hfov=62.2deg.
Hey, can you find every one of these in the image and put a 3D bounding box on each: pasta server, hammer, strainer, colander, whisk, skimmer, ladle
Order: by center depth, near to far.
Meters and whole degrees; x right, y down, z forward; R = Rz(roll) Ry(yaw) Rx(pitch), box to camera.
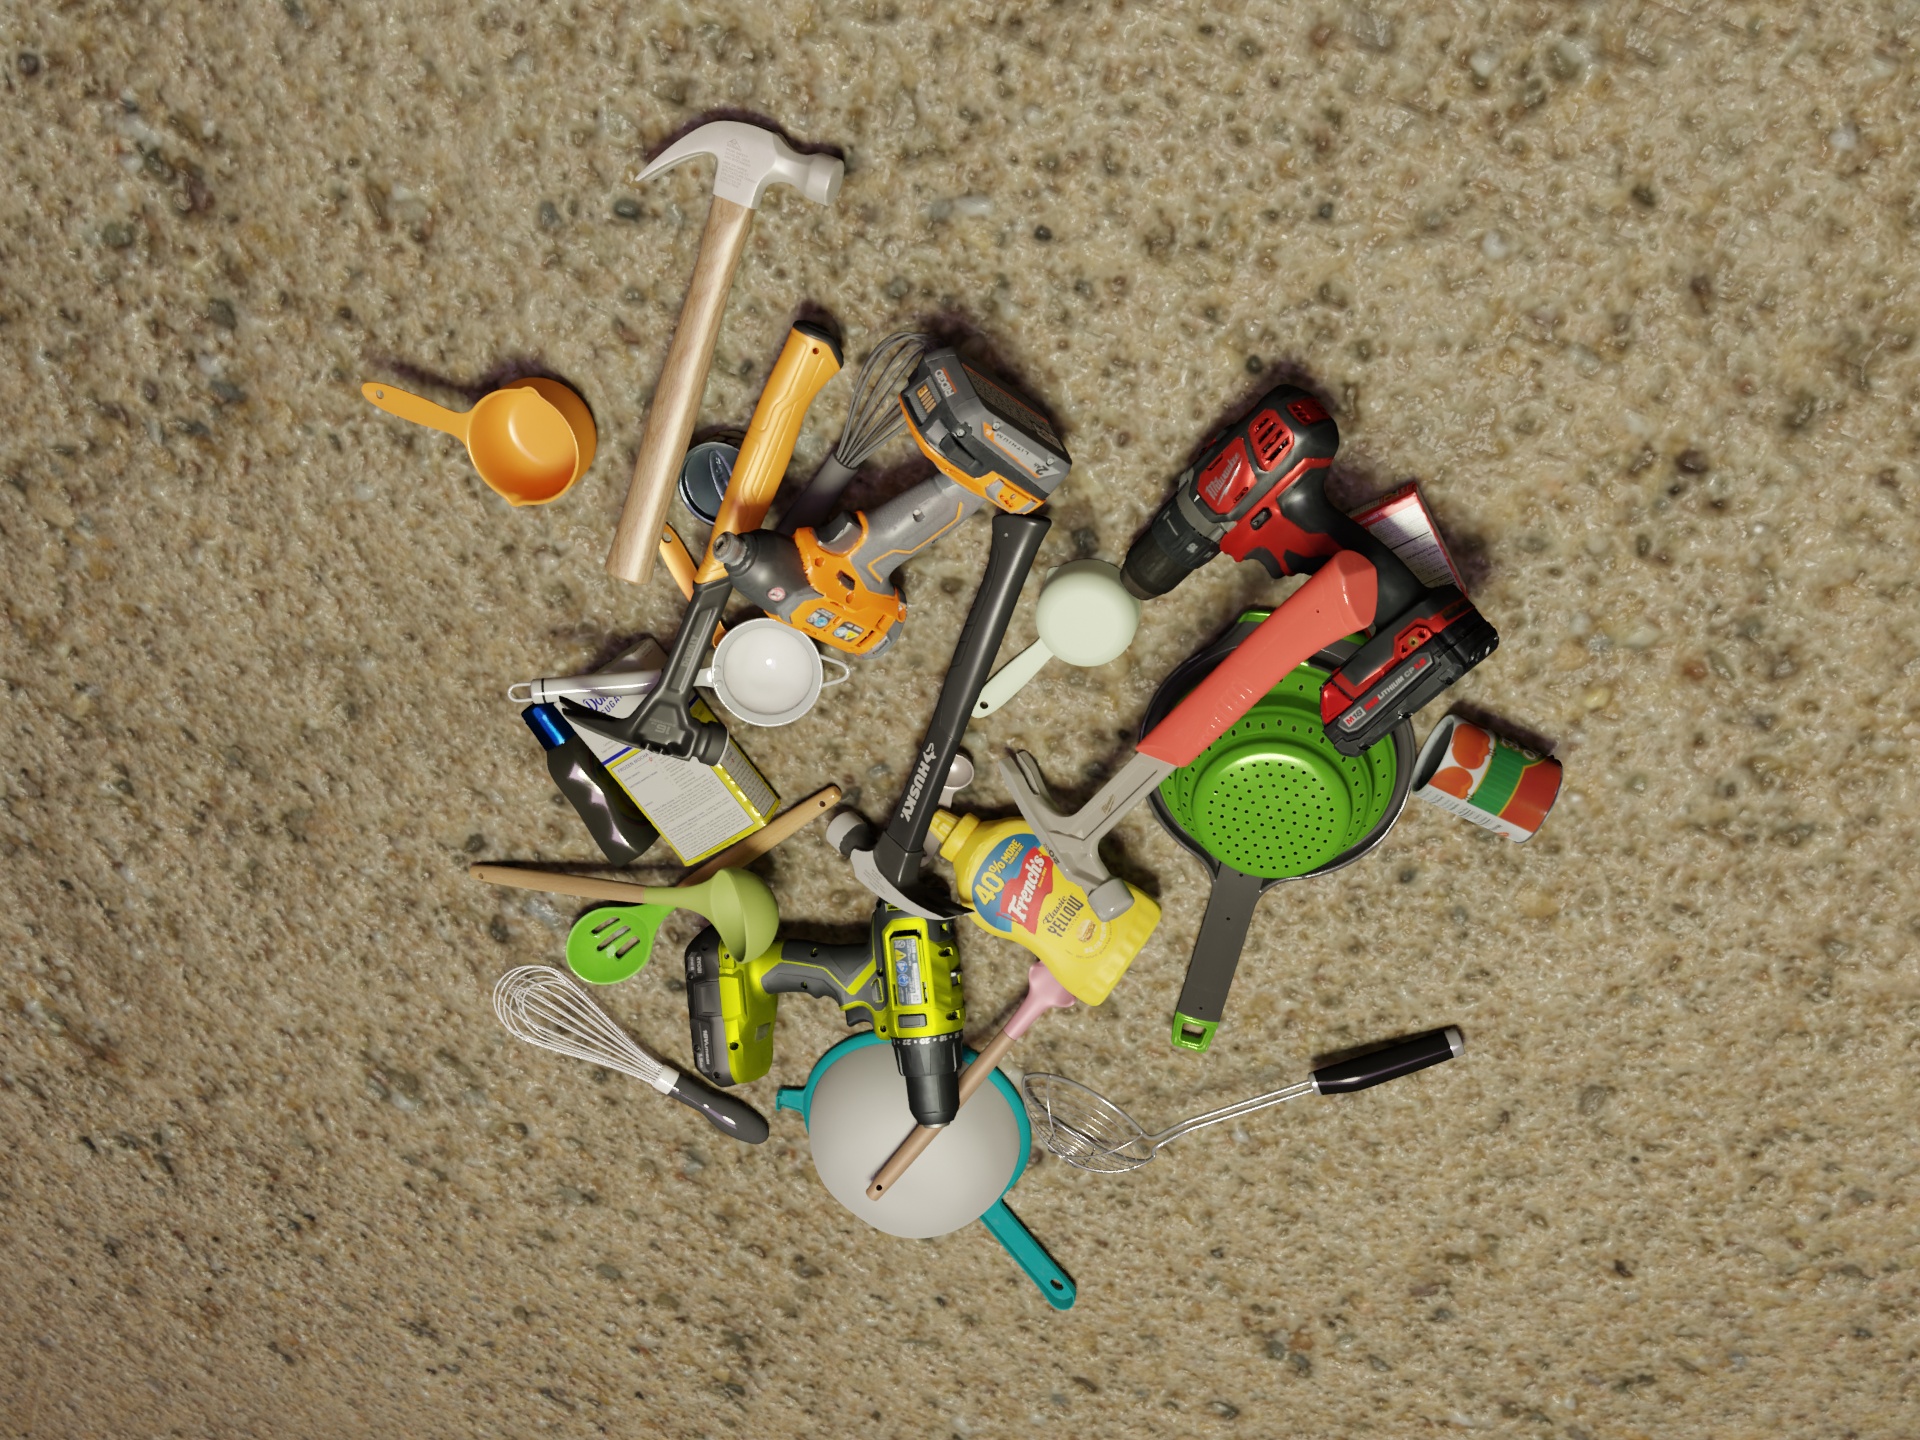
[{"bbox_3d":[0.154,-0.003,1.093,0.149,0.036,0.359,58,138,17],"label":"hammer"},{"bbox_3d":[-0.192,-0.251,1.111,0.130,0.031,0.331,23,110,5],"label":"hammer"},{"bbox_3d":[-0.173,-0.127,1.137,0.127,0.034,0.336,17,109,-26],"label":"hammer"},{"bbox_3d":[-0.084,-0.184,1.140,0.055,0.055,0.239,36,123,-6],"label":"whisk"},{"bbox_3d":[-0.002,-0.004,1.193,0.146,0.035,0.334,39,120,35],"label":"hammer"},{"bbox_3d":[0.214,0.117,1.197,0.204,0.094,0.396,14,119,6],"label":"colander"},{"bbox_3d":[-0.215,-0.034,1.219,0.258,0.050,0.086,-5,107,-7],"label":"strainer"},{"bbox_3d":[0.022,0.280,1.309,0.060,0.040,0.316,40,98,7],"label":"pasta server"},{"bbox_3d":[0.228,0.296,1.322,0.363,0.090,0.127,-20,131,11],"label":"skimmer"},{"bbox_3d":[-0.290,0.147,1.328,0.320,0.062,0.078,4,107,25],"label":"ladle"},{"bbox_3d":[-0.010,0.431,1.414,0.211,0.095,0.340,-32,105,25],"label":"strainer"},{"bbox_3d":[-0.296,0.311,1.446,0.284,0.070,0.070,33,120,-10],"label":"whisk"}]

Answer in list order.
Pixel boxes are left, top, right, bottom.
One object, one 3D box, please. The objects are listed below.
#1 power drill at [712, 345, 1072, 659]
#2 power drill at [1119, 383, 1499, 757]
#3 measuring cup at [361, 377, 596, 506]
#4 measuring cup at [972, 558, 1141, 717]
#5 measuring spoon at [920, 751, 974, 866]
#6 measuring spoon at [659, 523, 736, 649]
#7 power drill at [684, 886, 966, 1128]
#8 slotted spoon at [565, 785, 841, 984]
[{"bbox_3d":[-0.053,-0.144,1.090,0.226,0.084,0.164,-41,141,23],"label":"power drill"},{"bbox_3d":[0.224,-0.086,1.069,0.227,0.080,0.188,52,128,10],"label":"power drill"},{"bbox_3d":[-0.353,-0.224,1.179,0.173,0.052,0.095,20,120,4],"label":"measuring cup"},{"bbox_3d":[0.062,-0.048,1.178,0.083,0.038,0.167,43,116,-10],"label":"measuring cup"},{"bbox_3d":[-0.018,0.070,1.277,0.034,0.018,0.124,16,127,-5],"label":"measuring spoon"},{"bbox_3d":[-0.205,-0.104,1.232,0.021,0.011,0.116,-21,107,22],"label":"measuring spoon"},{"bbox_3d":[-0.105,0.242,1.316,0.228,0.080,0.190,-7,86,19],"label":"power drill"},{"bbox_3d":[-0.218,0.137,1.350,0.313,0.031,0.070,-33,105,24],"label":"slotted spoon"}]
